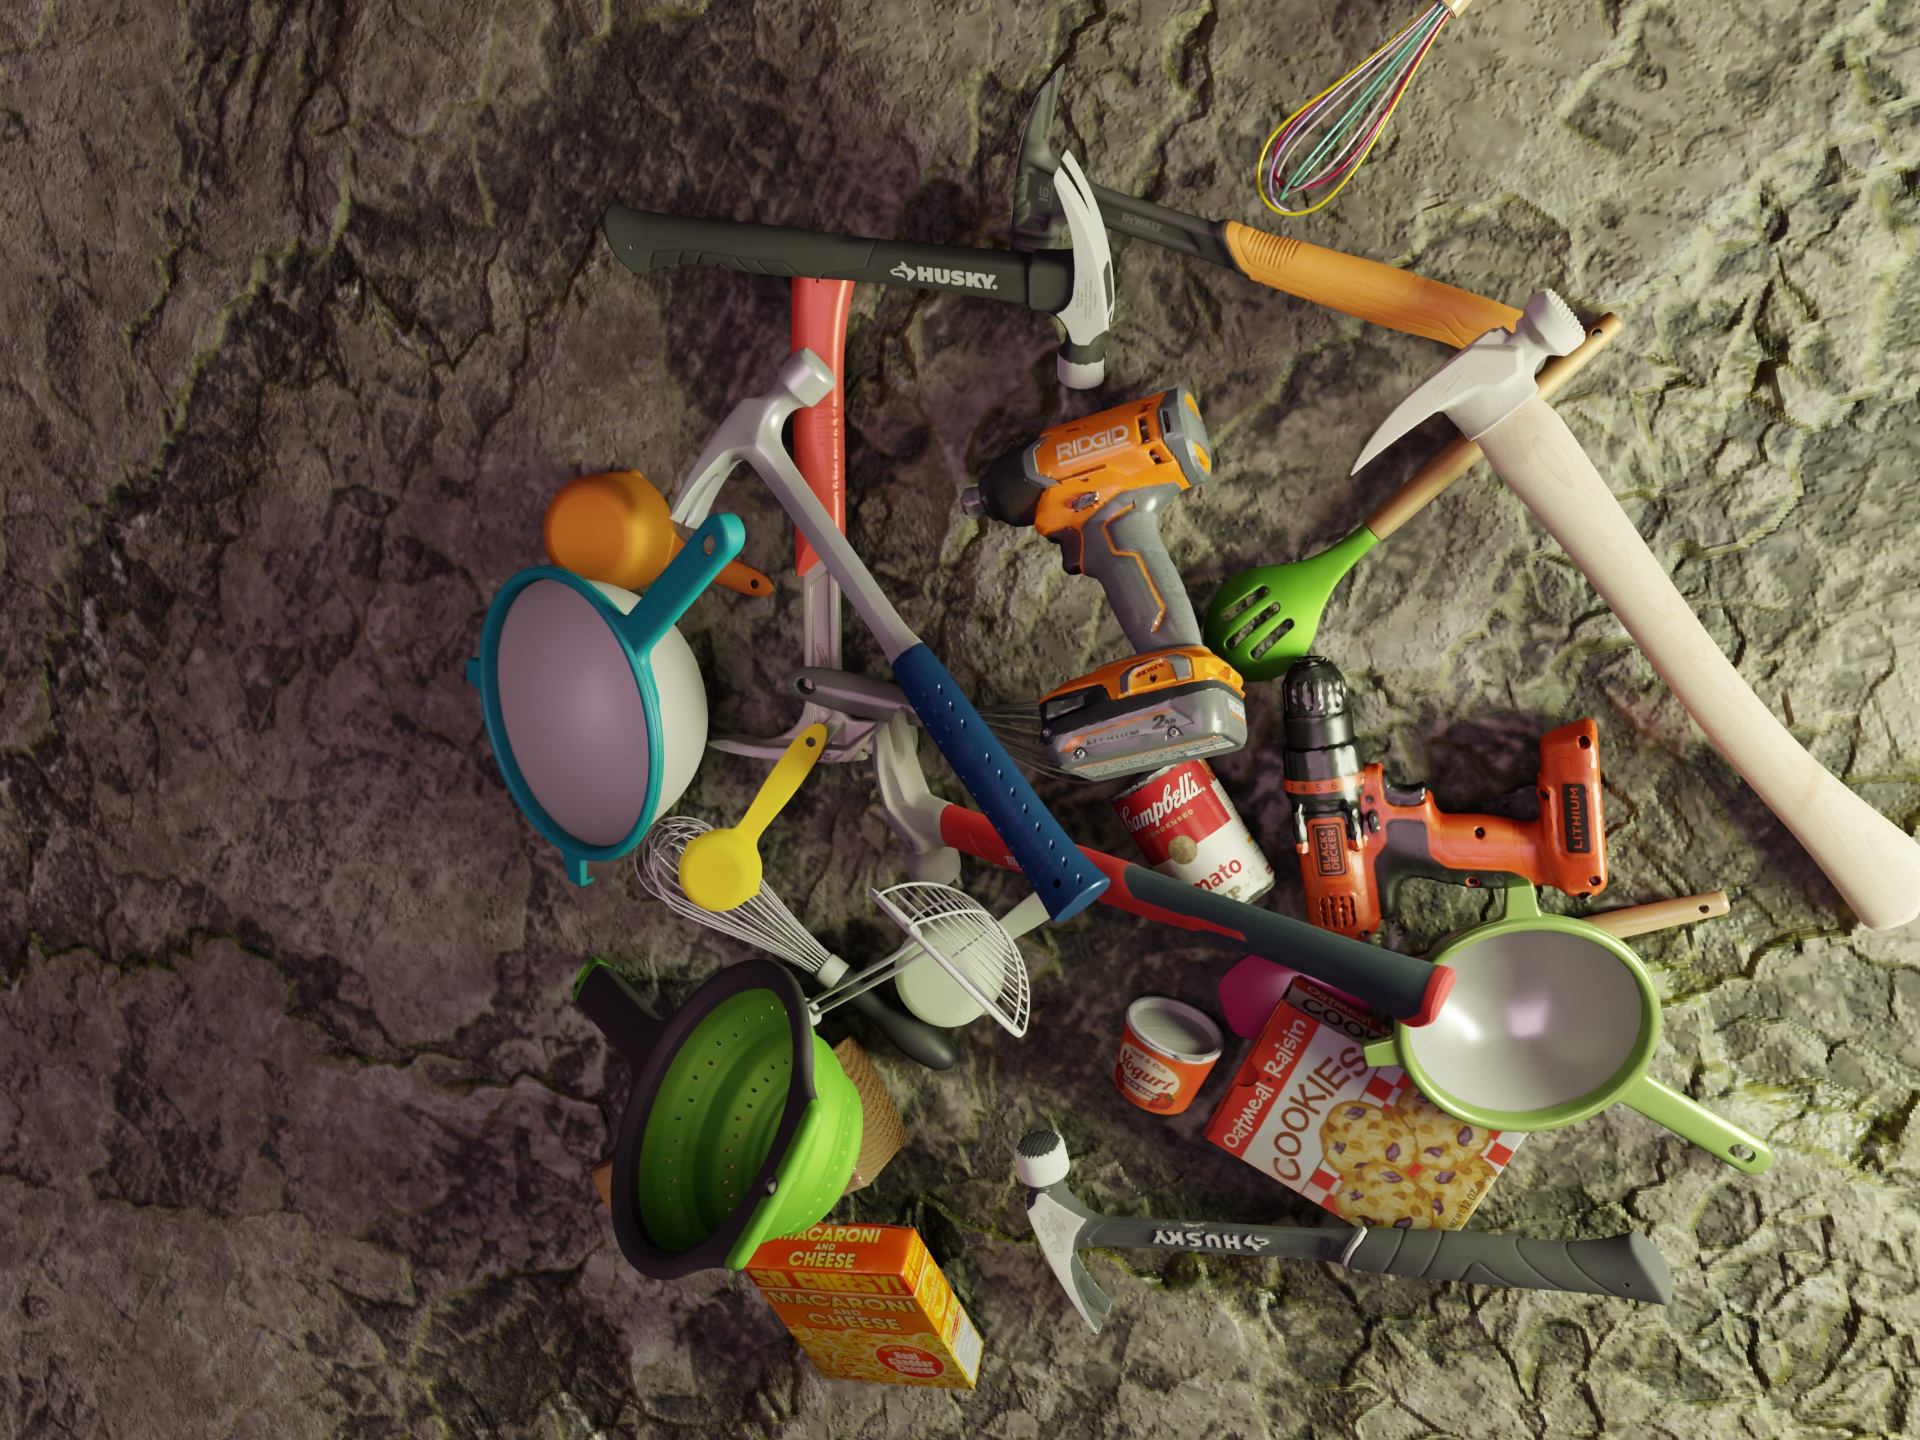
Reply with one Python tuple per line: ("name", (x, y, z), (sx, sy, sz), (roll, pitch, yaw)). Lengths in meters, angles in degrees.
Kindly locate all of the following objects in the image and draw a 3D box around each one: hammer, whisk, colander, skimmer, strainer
("hammer", (0.235, 0.343, 1.026), (0.409, 0.036, 0.149), (-5, 110, 27))
("whisk", (0.262, -0.399, 0.924), (0.047, 0.051, 0.245), (45, 108, 14))
("colander", (-0.170, 0.249, 1.092), (0.397, 0.094, 0.204), (21, 81, 58))
("hammer", (0.111, 0.095, 0.980), (0.386, 0.038, 0.143), (17, 138, 32))
("whisk", (-0.002, -0.004, 1.063), (0.239, 0.055, 0.055), (13, 103, 7))
("skimmer", (-0.085, 0.197, 1.059), (0.127, 0.090, 0.363), (45, 135, -11))
("strainer", (0.380, 0.194, 0.966), (0.256, 0.069, 0.151), (30, 114, -8))
("strainer", (-0.211, -0.043, 1.094), (0.340, 0.095, 0.211), (-41, 74, 41))
("hammer", (-0.043, -0.045, 1.002), (0.144, 0.035, 0.406), (-41, 70, 16))
("whisk", (-0.119, 0.164, 1.154), (0.284, 0.070, 0.070), (37, 109, 6))
("hammer", (-0.106, -0.149, 1.099), (0.149, 0.037, 0.359), (2, 99, 13))
("hammer", (0.402, -0.042, 0.915), (0.146, 0.038, 0.410), (-38, 92, 33))
("hammer", (-0.069, -0.298, 1.008), (0.335, 0.035, 0.146), (10, 137, 12))
("hammer", (0.189, -0.281, 0.948), (0.337, 0.034, 0.127), (23, 144, 12))

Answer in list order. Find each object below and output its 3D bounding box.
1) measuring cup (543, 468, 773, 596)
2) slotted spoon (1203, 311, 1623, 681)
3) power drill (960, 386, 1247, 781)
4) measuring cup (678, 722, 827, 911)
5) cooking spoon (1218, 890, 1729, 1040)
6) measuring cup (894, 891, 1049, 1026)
("measuring cup", (-0.220, -0.120, 1.140), (0.174, 0.052, 0.095), (21, 106, 14))
("slotted spoon", (0.271, -0.135, 0.974), (0.313, 0.031, 0.070), (-42, 76, 19))
("power drill", (0.087, -0.082, 0.999), (0.164, 0.084, 0.227), (-14, 75, 22))
("measuring cup", (-0.141, 0.067, 1.104), (0.062, 0.029, 0.156), (36, 101, 1))
("cooking spoon", (0.317, 0.151, 1.008), (0.319, 0.017, 0.069), (-18, 93, 23))
("measuring cup", (0.022, 0.153, 1.105), (0.167, 0.038, 0.083), (-38, 85, 23))
